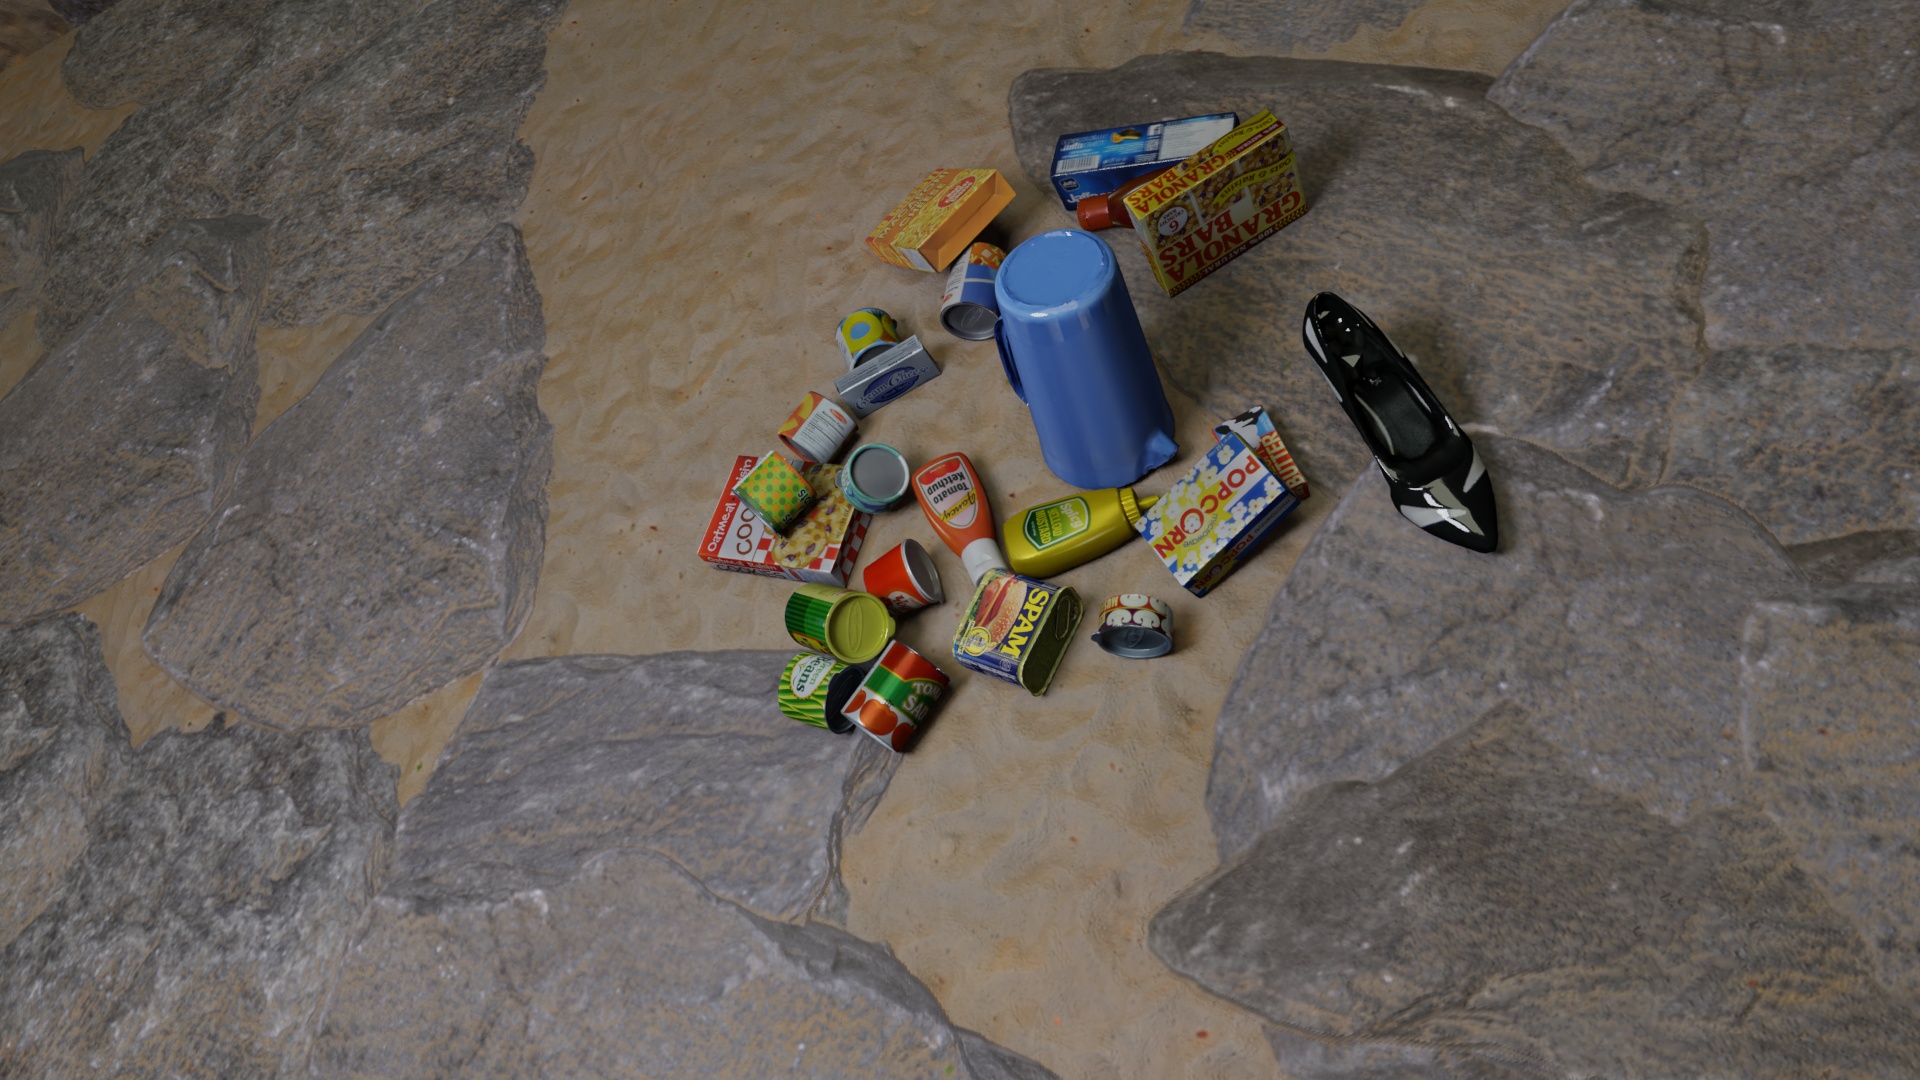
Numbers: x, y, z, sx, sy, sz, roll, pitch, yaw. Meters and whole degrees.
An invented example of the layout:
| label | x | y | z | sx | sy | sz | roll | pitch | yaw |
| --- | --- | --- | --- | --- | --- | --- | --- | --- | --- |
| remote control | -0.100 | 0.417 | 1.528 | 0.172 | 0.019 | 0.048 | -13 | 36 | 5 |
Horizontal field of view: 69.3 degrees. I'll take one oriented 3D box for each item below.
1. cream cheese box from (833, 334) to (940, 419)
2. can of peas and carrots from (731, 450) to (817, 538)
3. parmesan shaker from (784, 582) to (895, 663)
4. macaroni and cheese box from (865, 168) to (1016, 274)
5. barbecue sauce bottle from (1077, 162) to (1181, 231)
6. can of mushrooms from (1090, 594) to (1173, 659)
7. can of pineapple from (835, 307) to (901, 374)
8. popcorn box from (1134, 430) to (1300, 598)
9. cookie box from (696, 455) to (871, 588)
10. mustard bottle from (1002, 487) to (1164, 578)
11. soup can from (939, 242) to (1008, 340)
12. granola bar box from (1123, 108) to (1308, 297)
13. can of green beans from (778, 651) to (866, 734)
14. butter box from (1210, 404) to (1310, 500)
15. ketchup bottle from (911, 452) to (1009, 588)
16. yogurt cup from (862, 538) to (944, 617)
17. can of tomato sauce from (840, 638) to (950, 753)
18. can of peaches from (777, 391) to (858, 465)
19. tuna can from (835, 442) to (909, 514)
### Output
| label | x | y | z | sx | sy | sz | roll | pitch | yaw |
| --- | --- | --- | --- | --- | --- | --- | --- | --- | --- |
| cream cheese box | -0.078 | -0.174 | 1.482 | 0.104 | 0.053 | 0.024 | -29 | 55 | 7 |
| can of peas and carrots | -0.185 | -0.047 | 1.396 | 0.059 | 0.070 | 0.071 | -46 | 53 | -8 |
| parmesan shaker | -0.116 | 0.077 | 1.318 | 0.071 | 0.071 | 0.103 | -57 | 26 | -14 |
| macaroni and cheese box | -0.025 | -0.356 | 1.533 | 0.124 | 0.040 | 0.167 | -46 | 27 | -7 |
| barbecue sauce bottle | 0.196 | -0.356 | 1.463 | 0.148 | 0.064 | 0.044 | -5 | 38 | 32 |
| can of mushrooms | 0.151 | 0.075 | 1.217 | 0.071 | 0.071 | 0.033 | -5 | 59 | 22 |
| can of pineapple | -0.095 | -0.209 | 1.503 | 0.071 | 0.070 | 0.058 | -29 | 54 | 6 |
| popcorn box | 0.228 | -0.024 | 1.239 | 0.126 | 0.038 | 0.085 | -45 | 51 | 15 |
| cookie box | -0.177 | -0.021 | 1.444 | 0.167 | 0.040 | 0.123 | 7 | 64 | 27 |
| mustard bottle | 0.120 | -0.016 | 1.298 | 0.160 | 0.048 | 0.065 | -21 | 56 | 12 |
| soup can | 0.020 | -0.265 | 1.486 | 0.071 | 0.071 | 0.084 | -2 | 60 | 23 |
| granola bar box | 0.255 | -0.333 | 1.381 | 0.165 | 0.124 | 0.039 | -32 | 53 | 4 |
| can of green beans | -0.129 | 0.143 | 1.306 | 0.058 | 0.071 | 0.071 | 13 | 67 | 30 |
| butter box | 0.275 | -0.073 | 1.277 | 0.053 | 0.024 | 0.104 | -26 | 54 | 8 |
| ketchup bottle | 0.005 | -0.017 | 1.355 | 0.065 | 0.043 | 0.149 | -26 | 54 | 1 |
| yogurt cup | -0.057 | 0.039 | 1.338 | 0.054 | 0.072 | 0.073 | -27 | 53 | 18 |
| can of tomato sauce | -0.058 | 0.144 | 1.273 | 0.071 | 0.071 | 0.083 | 28 | 77 | 35 |
| can of peaches | -0.152 | -0.115 | 1.474 | 0.071 | 0.071 | 0.058 | 27 | 76 | 34 |
| tuna can | -0.088 | -0.063 | 1.393 | 0.071 | 0.032 | 0.071 | 6 | 70 | -15 |
